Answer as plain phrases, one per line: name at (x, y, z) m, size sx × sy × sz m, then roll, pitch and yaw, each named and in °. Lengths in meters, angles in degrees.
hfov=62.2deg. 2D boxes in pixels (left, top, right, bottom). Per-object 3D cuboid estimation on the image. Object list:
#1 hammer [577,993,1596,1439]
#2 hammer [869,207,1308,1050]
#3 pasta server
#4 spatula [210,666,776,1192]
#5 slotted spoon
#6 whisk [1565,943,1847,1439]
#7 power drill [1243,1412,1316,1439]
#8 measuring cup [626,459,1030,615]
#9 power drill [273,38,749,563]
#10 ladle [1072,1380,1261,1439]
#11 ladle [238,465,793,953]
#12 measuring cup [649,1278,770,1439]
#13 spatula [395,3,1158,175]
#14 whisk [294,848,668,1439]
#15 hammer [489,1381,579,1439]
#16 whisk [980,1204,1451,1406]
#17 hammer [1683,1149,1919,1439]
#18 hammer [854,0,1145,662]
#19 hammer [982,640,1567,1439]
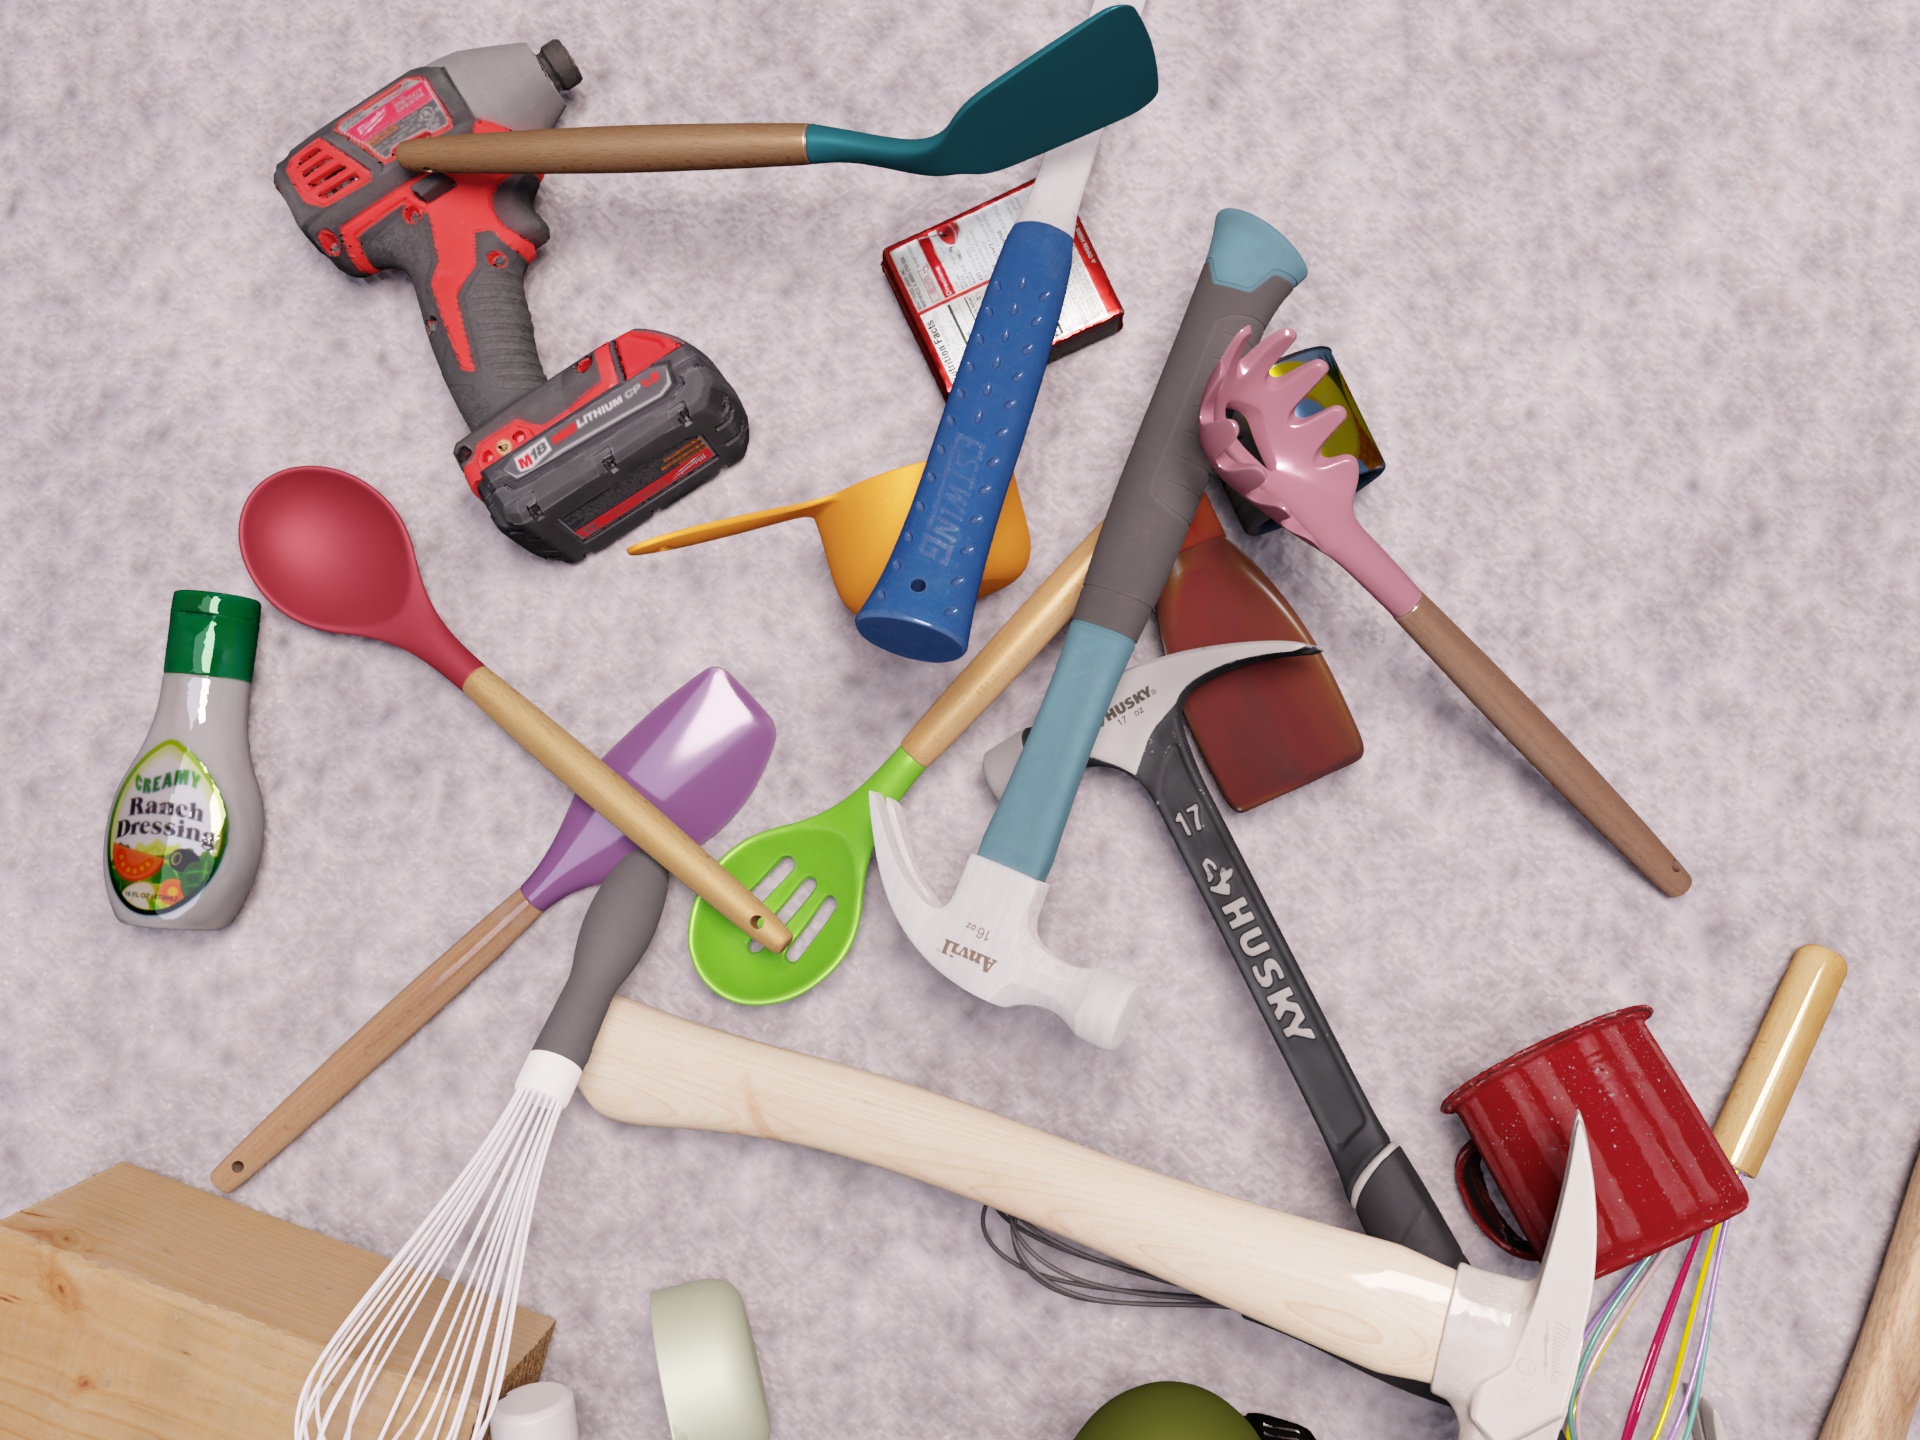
hammer at (0.028, 0.168, 0.621) m, size 0.411 × 0.038 × 0.146 m, roll 14°, pitch 90°, yaw 20°
hammer at (0.064, -0.047, 0.634) m, size 0.128 × 0.033 × 0.331 m, roll 20°, pitch 86°, yaw 21°
pasta server at (0.200, -0.030, 0.630) m, size 0.316 × 0.040 × 0.060 m, roll 42°, pitch 62°, yaw -17°
spatula at (-0.207, 0.098, 0.703) m, size 0.316 × 0.018 × 0.060 m, roll -42°, pitch 94°, yaw -2°
slotted spoon at (-0.001, -0.002, 0.678) m, size 0.070 × 0.031 × 0.314 m, roll 43°, pitch 96°, yaw 11°
whisk at (0.310, 0.204, 0.654) m, size 0.051 × 0.047 × 0.245 m, roll 26°, pitch 82°, yaw 21°
power drill at (0.063, 0.381, 0.634) m, size 0.228 × 0.080 × 0.191 m, roll -33°, pitch 75°, yaw 2°
measuring cup at (-0.049, -0.065, 0.654) m, size 0.173 × 0.095 × 0.052 m, roll -16°, pitch 86°, yaw -29°
power drill at (-0.192, -0.194, 0.703) m, size 0.143 × 0.078 × 0.220 m, roll -33°, pitch 81°, yaw 0°
ladle at (-0.027, 0.342, 0.617) m, size 0.320 × 0.062 × 0.078 m, roll -29°, pitch 49°, yaw 13°
ladle at (-0.193, -0.003, 0.693) m, size 0.315 × 0.031 × 0.069 m, roll 39°, pitch 88°, yaw 11°
measuring cup at (-0.091, 0.311, 0.660) m, size 0.038 × 0.083 × 0.167 m, roll -15°, pitch 100°, yaw -10°
spatula at (-0.082, -0.239, 0.635) m, size 0.317 × 0.082 × 0.044 m, roll 3°, pitch 89°, yaw 14°
whisk at (-0.174, 0.170, 0.619) m, size 0.070 × 0.070 × 0.285 m, roll 17°, pitch 55°, yaw 4°
hammer at (-0.012, 0.317, 0.565) m, size 0.335 × 0.035 × 0.146 m, roll -5°, pitch 92°, yaw 17°
whisk at (0.122, 0.241, 0.661) m, size 0.239 × 0.055 × 0.055 m, roll 21°, pitch 86°, yaw 0°
hammer at (0.403, 0.205, 0.656) m, size 0.130 × 0.031 × 0.331 m, roll 22°, pitch 86°, yaw 4°
hammer at (0.043, -0.208, 0.657) m, size 0.144 × 0.035 × 0.406 m, roll 16°, pitch 68°, yaw 2°
hammer at (0.156, 0.155, 0.619) m, size 0.149 × 0.036 × 0.409 m, roll -32°, pitch 75°, yaw 23°
